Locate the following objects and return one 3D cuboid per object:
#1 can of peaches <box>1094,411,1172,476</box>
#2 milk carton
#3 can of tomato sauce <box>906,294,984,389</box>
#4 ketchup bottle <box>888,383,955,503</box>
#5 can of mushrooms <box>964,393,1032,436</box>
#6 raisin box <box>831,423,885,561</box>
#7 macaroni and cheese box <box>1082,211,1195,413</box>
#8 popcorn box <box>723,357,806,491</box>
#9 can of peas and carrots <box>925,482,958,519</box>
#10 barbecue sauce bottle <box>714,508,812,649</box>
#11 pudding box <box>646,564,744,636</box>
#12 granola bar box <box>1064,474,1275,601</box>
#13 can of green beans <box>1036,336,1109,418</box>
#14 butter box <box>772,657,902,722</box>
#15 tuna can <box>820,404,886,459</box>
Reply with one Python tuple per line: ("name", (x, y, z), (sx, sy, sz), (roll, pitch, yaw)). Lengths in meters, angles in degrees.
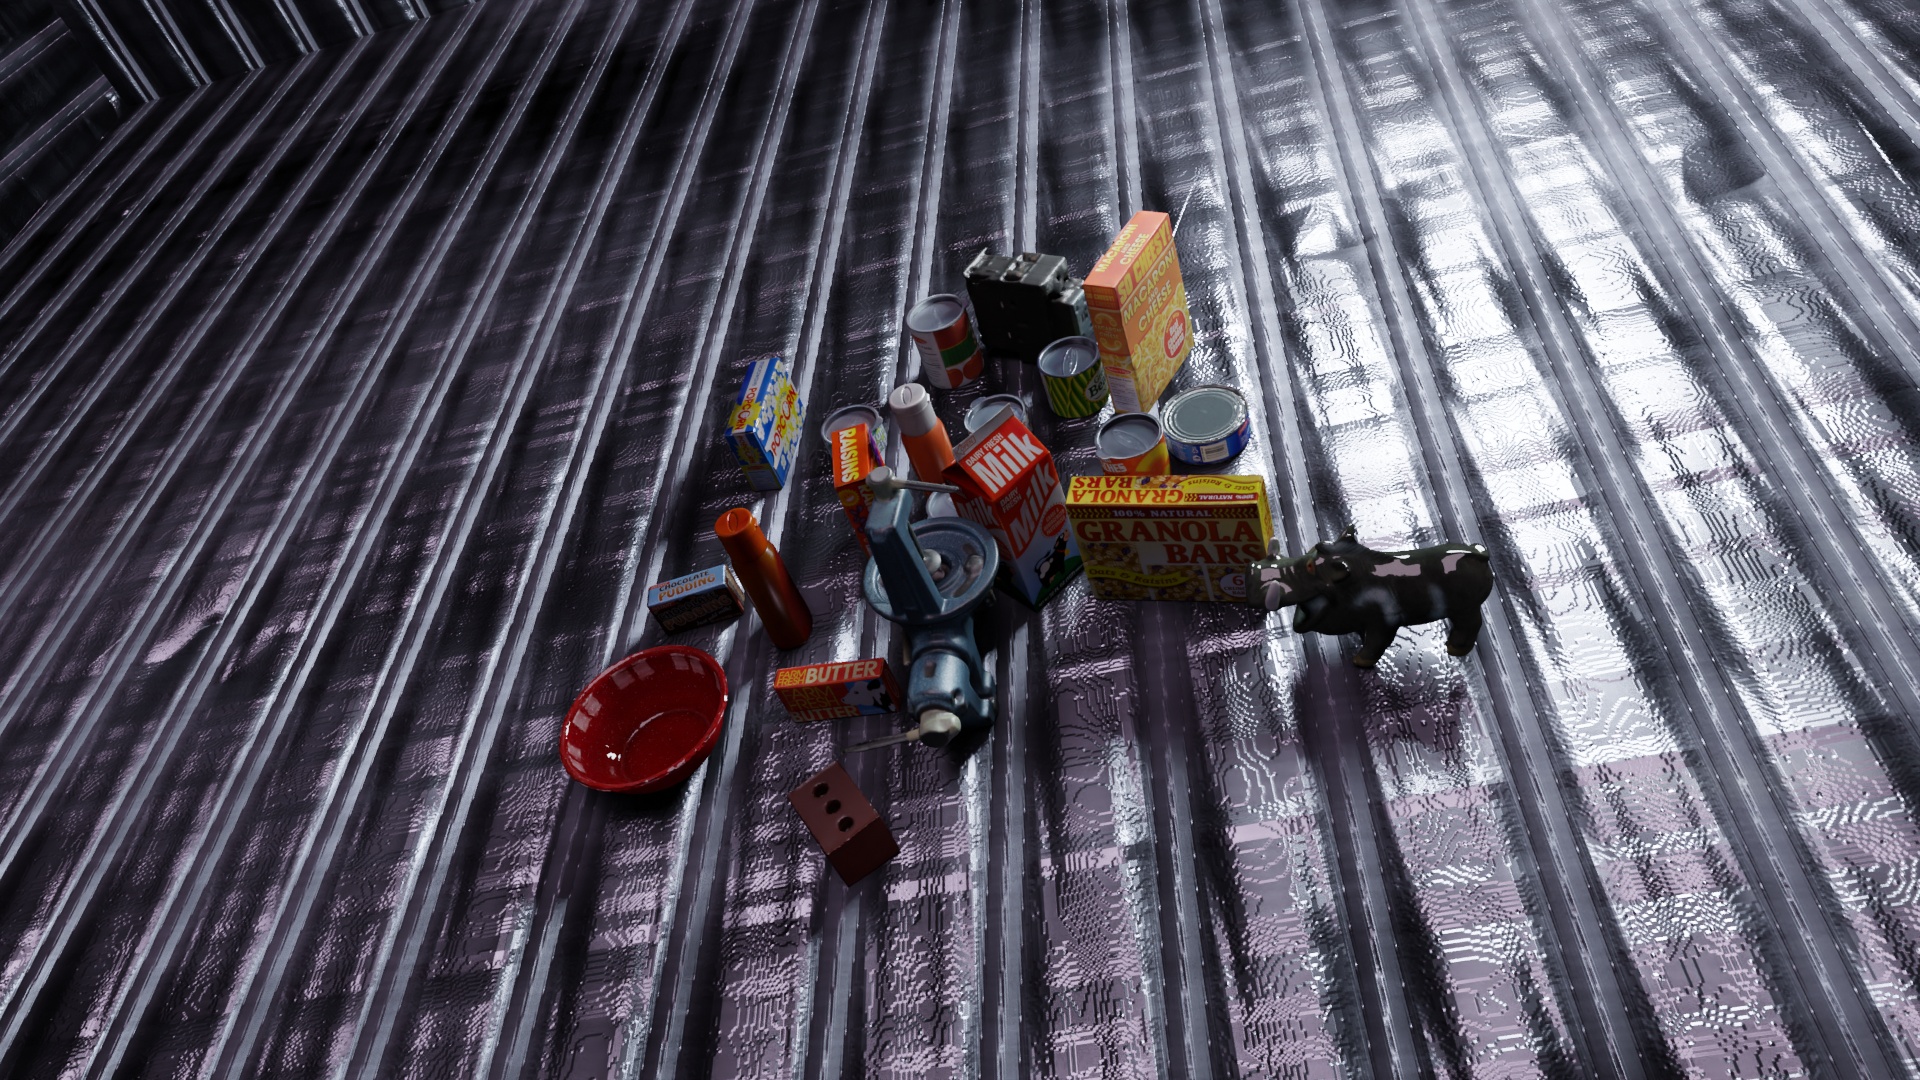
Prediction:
("can of peaches", (0.165, -0.080, 1.336), (0.071, 0.057, 0.071), (-11, 43, 11))
("milk carton", (0.044, -0.032, 1.238), (0.072, 0.189, 0.073), (-41, 46, -20))
("can of tomato sauce", (-0.014, -0.220, 1.532), (0.071, 0.082, 0.071), (-11, 43, 11))
("ketchup bottle", (-0.029, -0.086, 1.353), (0.043, 0.148, 0.065), (-15, 43, 8))
("can of mushrooms", (0.039, -0.120, 1.446), (0.071, 0.033, 0.071), (-11, 43, 11))
("raisin box", (-0.087, -0.040, 1.348), (0.040, 0.122, 0.086), (-15, 43, 7))
("macaroni and cheese box", (0.181, -0.227, 1.400), (0.040, 0.165, 0.124), (13, 53, 32))
("popcorn box", (-0.211, -0.127, 1.515), (0.038, 0.084, 0.127), (-6, 45, 16))
("can of peas and carrots", (0.005, -0.017, 1.335), (0.071, 0.058, 0.071), (-11, 43, 11))
("barbecue sauce bottle", (-0.183, 0.033, 1.293), (0.044, 0.147, 0.065), (-19, 43, 3))
("pudding box", (-0.261, 0.059, 1.371), (0.084, 0.049, 0.030), (-16, 43, 6))
("granola bar box", (0.184, 0.000, 1.199), (0.165, 0.123, 0.039), (0, 47, 22))
("can of green beans", (0.118, -0.170, 1.446), (0.071, 0.057, 0.071), (-11, 43, 11))
("butter box", (-0.109, 0.133, 1.232), (0.103, 0.053, 0.024), (-8, 44, 15))
("tuna can", (-0.112, -0.114, 1.500), (0.071, 0.032, 0.071), (-11, 43, 11))
